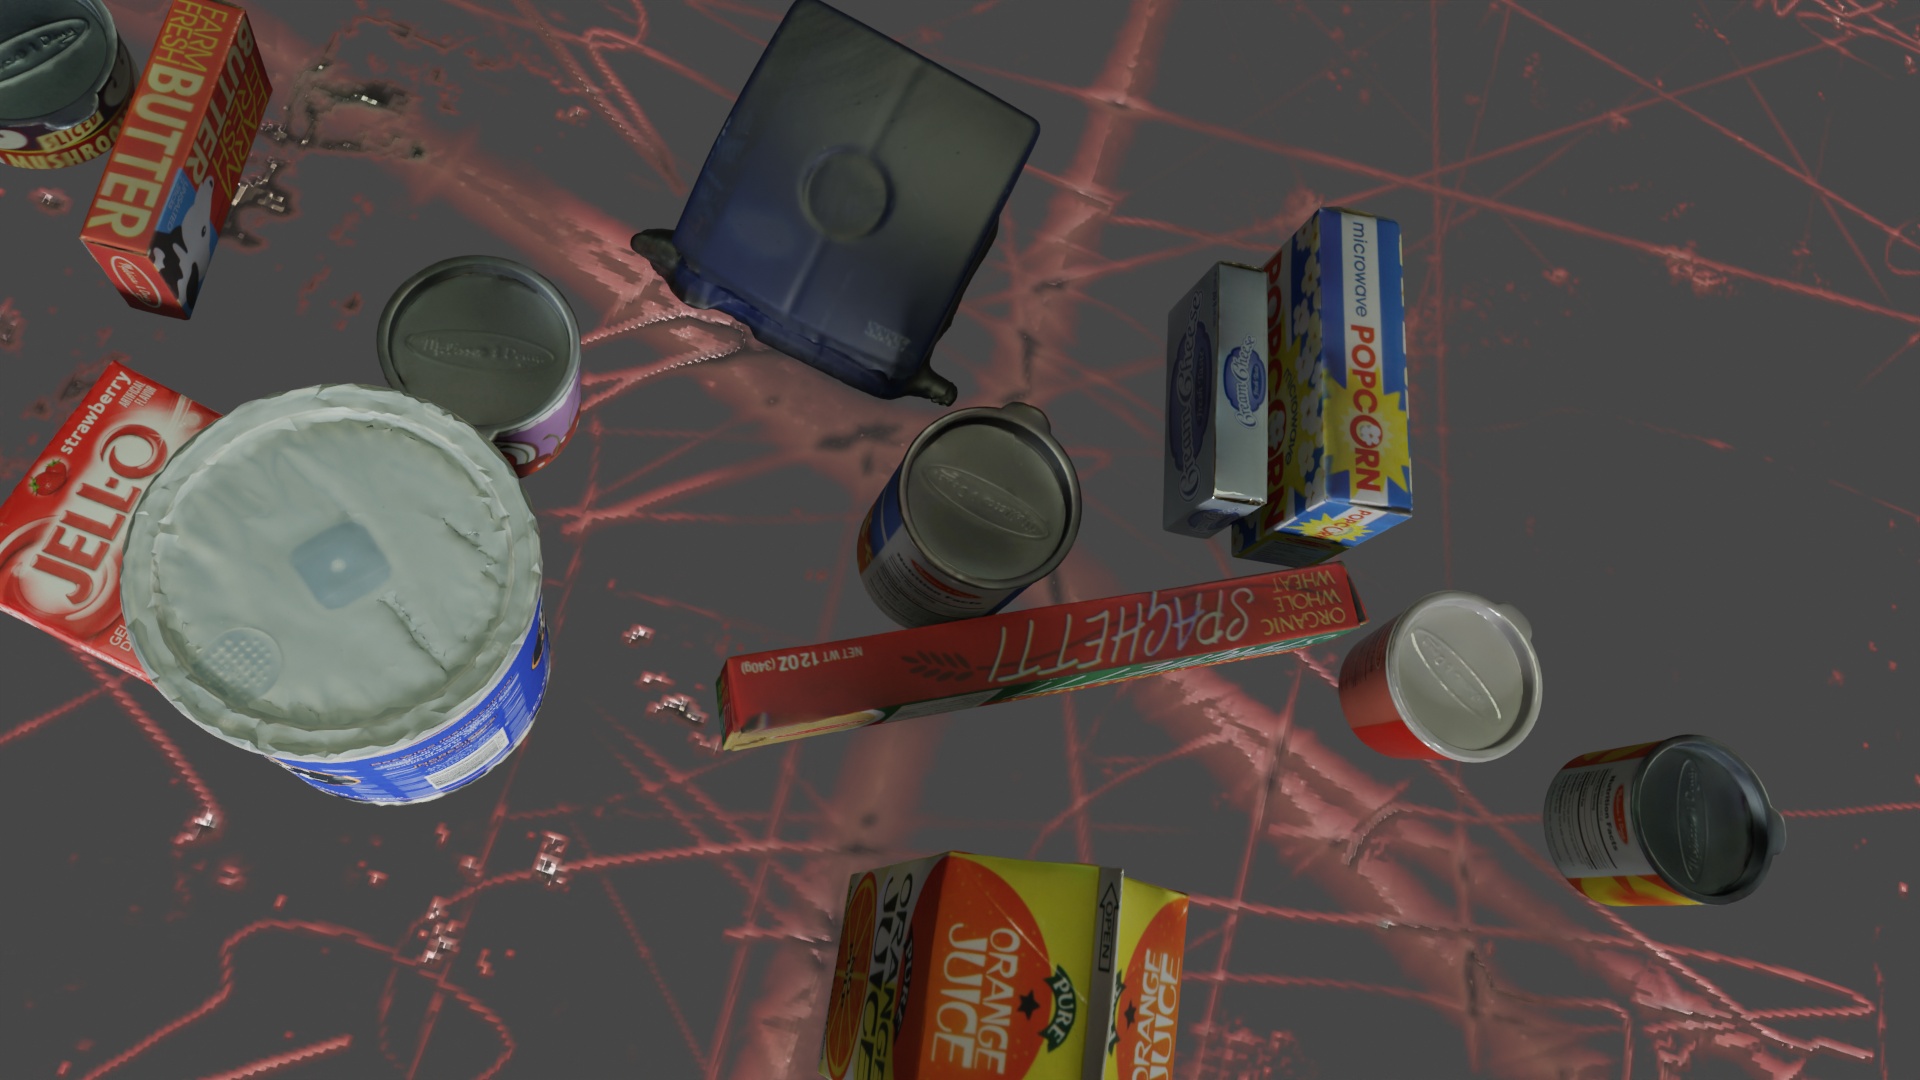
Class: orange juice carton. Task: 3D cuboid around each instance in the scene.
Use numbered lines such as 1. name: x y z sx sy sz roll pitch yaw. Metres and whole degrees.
1. orange juice carton: 0.012 0.138 0.419 0.073 0.192 0.072 13 72 -11

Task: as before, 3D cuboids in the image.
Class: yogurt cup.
1. yogurt cup: 0.191 0.059 0.565 0.072 0.053 0.072 4 73 -14

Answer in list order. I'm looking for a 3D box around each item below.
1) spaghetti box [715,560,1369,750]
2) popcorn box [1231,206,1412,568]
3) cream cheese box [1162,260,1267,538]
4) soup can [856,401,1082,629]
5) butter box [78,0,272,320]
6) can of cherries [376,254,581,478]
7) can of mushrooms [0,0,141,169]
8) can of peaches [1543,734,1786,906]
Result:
1. spaghetti box: 0.034 0.043 0.529 0.251 0.050 0.029 -8 77 -17
2. popcorn box: 0.145 -0.060 0.571 0.038 0.085 0.127 7 73 -13
3. cream cheese box: 0.105 -0.057 0.576 0.024 0.053 0.104 8 72 -13
4. soup can: 0.002 -0.006 0.517 0.071 0.083 0.071 4 74 -14
5. butter box: -0.277 -0.137 0.496 0.024 0.053 0.104 13 71 -11
6. can of cherries: -0.171 -0.058 0.498 0.071 0.058 0.071 4 73 -14
7. can of mushrooms: -0.334 -0.168 0.500 0.071 0.033 0.071 4 73 -14
8. can of peaches: 0.287 0.117 0.572 0.071 0.058 0.071 4 73 -14
